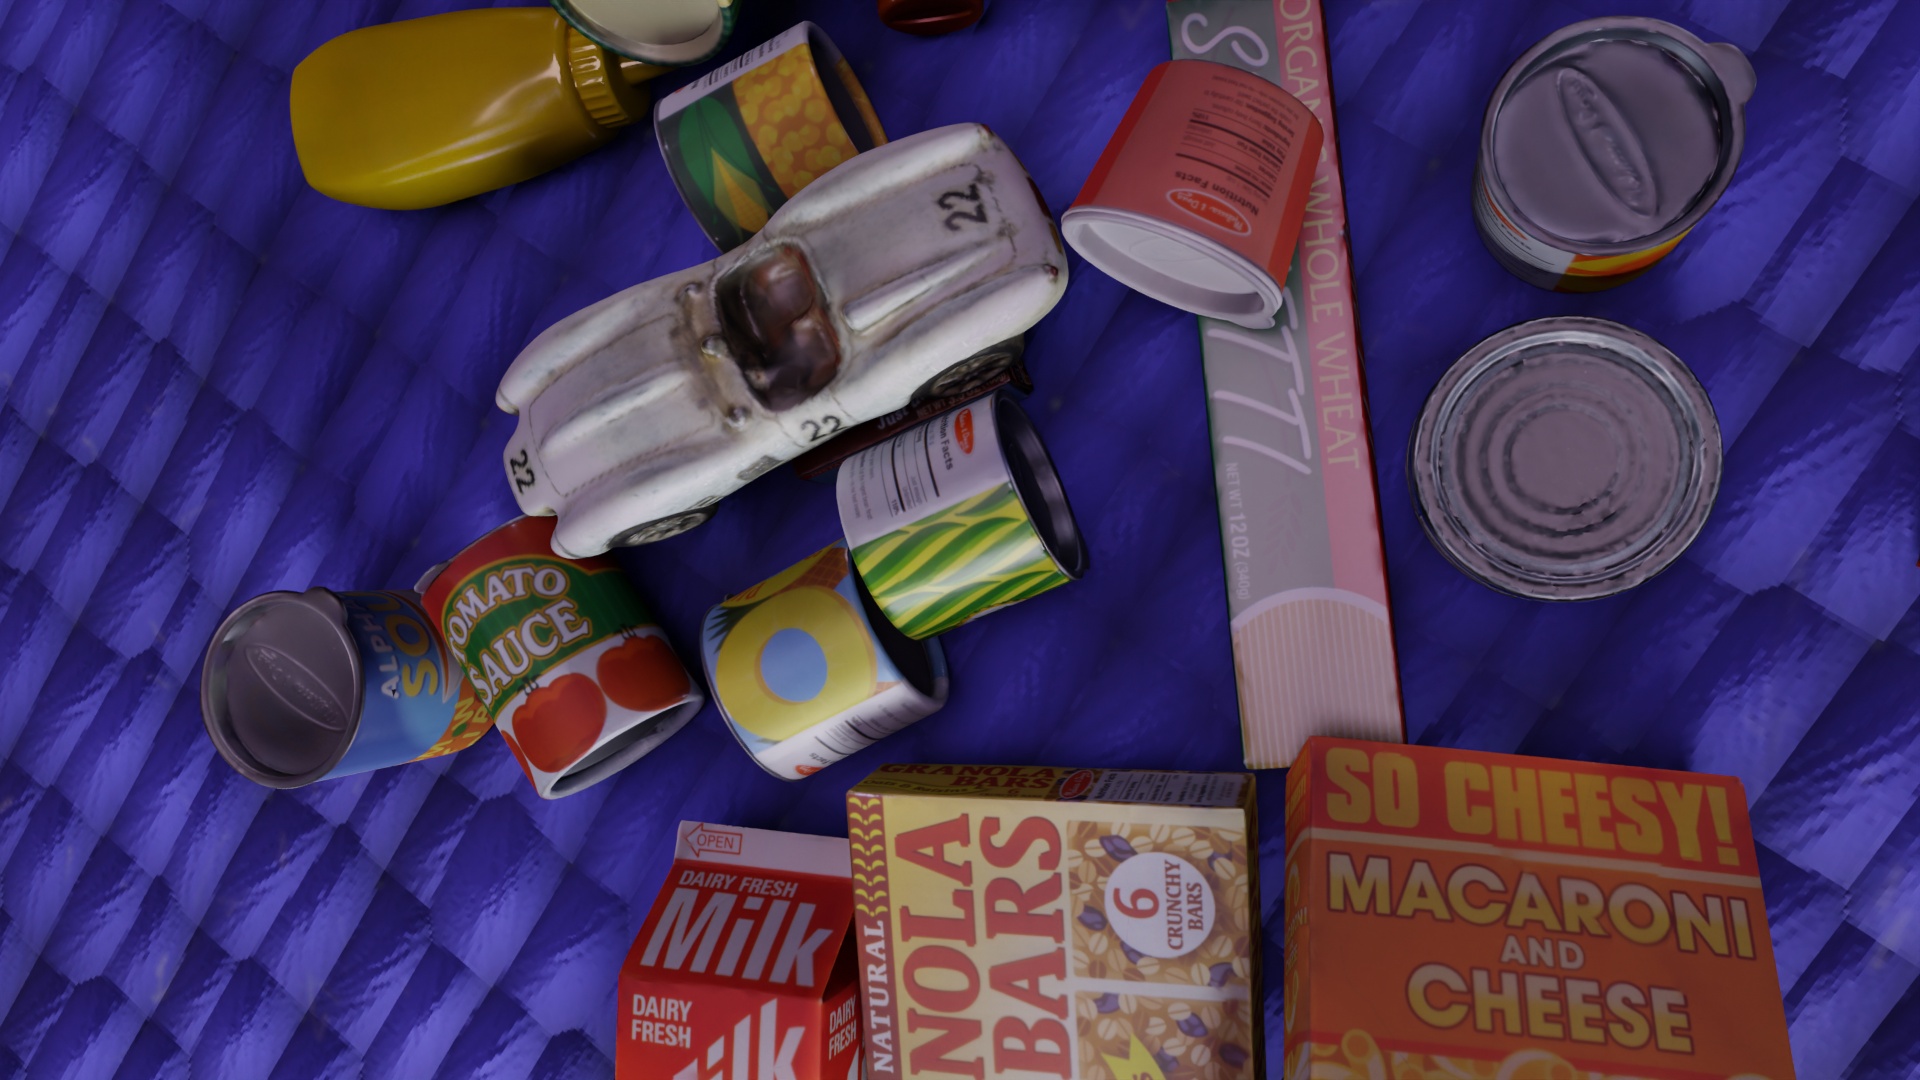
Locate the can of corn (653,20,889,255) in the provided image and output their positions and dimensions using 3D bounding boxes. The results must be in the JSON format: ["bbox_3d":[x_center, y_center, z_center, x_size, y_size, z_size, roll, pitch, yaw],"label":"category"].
[{"bbox_3d":[-0.059,-0.131,0.472,0.058,0.071,0.071,-24,82,15],"label":"can of corn"}]

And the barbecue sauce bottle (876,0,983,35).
[{"bbox_3d":[-0.014,-0.251,0.473,0.065,0.043,0.148,-4,88,11],"label":"barbecue sauce bottle"}]

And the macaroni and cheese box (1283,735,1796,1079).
[{"bbox_3d":[0.149,0.141,0.367,0.124,0.040,0.167,5,60,4],"label":"macaroni and cheese box"}]

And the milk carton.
[{"bbox_3d":[-0.066,0.191,0.461,0.072,0.073,0.190,2,89,17],"label":"milk carton"}]

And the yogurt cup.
[{"bbox_3d":[0.070,-0.102,0.403,0.072,0.072,0.054,22,88,16],"label":"yogurt cup"}]

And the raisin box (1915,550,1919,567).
[{"bbox_3d":[0.334,-0.025,0.366,0.123,0.040,0.086,8,90,18],"label":"raisin box"}]

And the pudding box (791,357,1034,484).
[{"bbox_3d":[-0.024,-0.058,0.477,0.083,0.030,0.050,-23,81,15],"label":"pudding box"}]

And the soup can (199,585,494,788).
[{"bbox_3d":[-0.214,0.048,0.503,0.071,0.084,0.071,0,89,16],"label":"soup can"}]

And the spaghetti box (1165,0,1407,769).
[{"bbox_3d":[0.103,-0.054,0.440,0.050,0.029,0.250,-6,87,17],"label":"spaghetti box"}]

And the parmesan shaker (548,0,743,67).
[{"bbox_3d":[-0.098,-0.221,0.465,0.071,0.071,0.103,6,68,17],"label":"parmesan shaker"}]

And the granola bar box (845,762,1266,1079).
[{"bbox_3d":[0.033,0.155,0.438,0.124,0.039,0.165,-1,98,17],"label":"granola bar box"}]

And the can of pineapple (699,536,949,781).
[{"bbox_3d":[-0.045,0.037,0.463,0.058,0.071,0.071,-28,81,14],"label":"can of pineapple"}]

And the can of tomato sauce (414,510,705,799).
[{"bbox_3d":[-0.140,0.039,0.488,0.071,0.071,0.083,-37,80,13],"label":"can of tomato sauce"}]

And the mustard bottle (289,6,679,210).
[{"bbox_3d":[-0.167,-0.164,0.513,0.160,0.049,0.065,-6,90,15],"label":"mustard bottle"}]

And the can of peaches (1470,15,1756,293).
[{"bbox_3d":[0.186,-0.110,0.402,0.071,0.058,0.071,-1,88,17],"label":"can of peaches"}]

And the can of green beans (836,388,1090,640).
[{"bbox_3d":[0.001,-0.007,0.450,0.058,0.071,0.071,-23,83,16],"label":"can of green beans"}]
